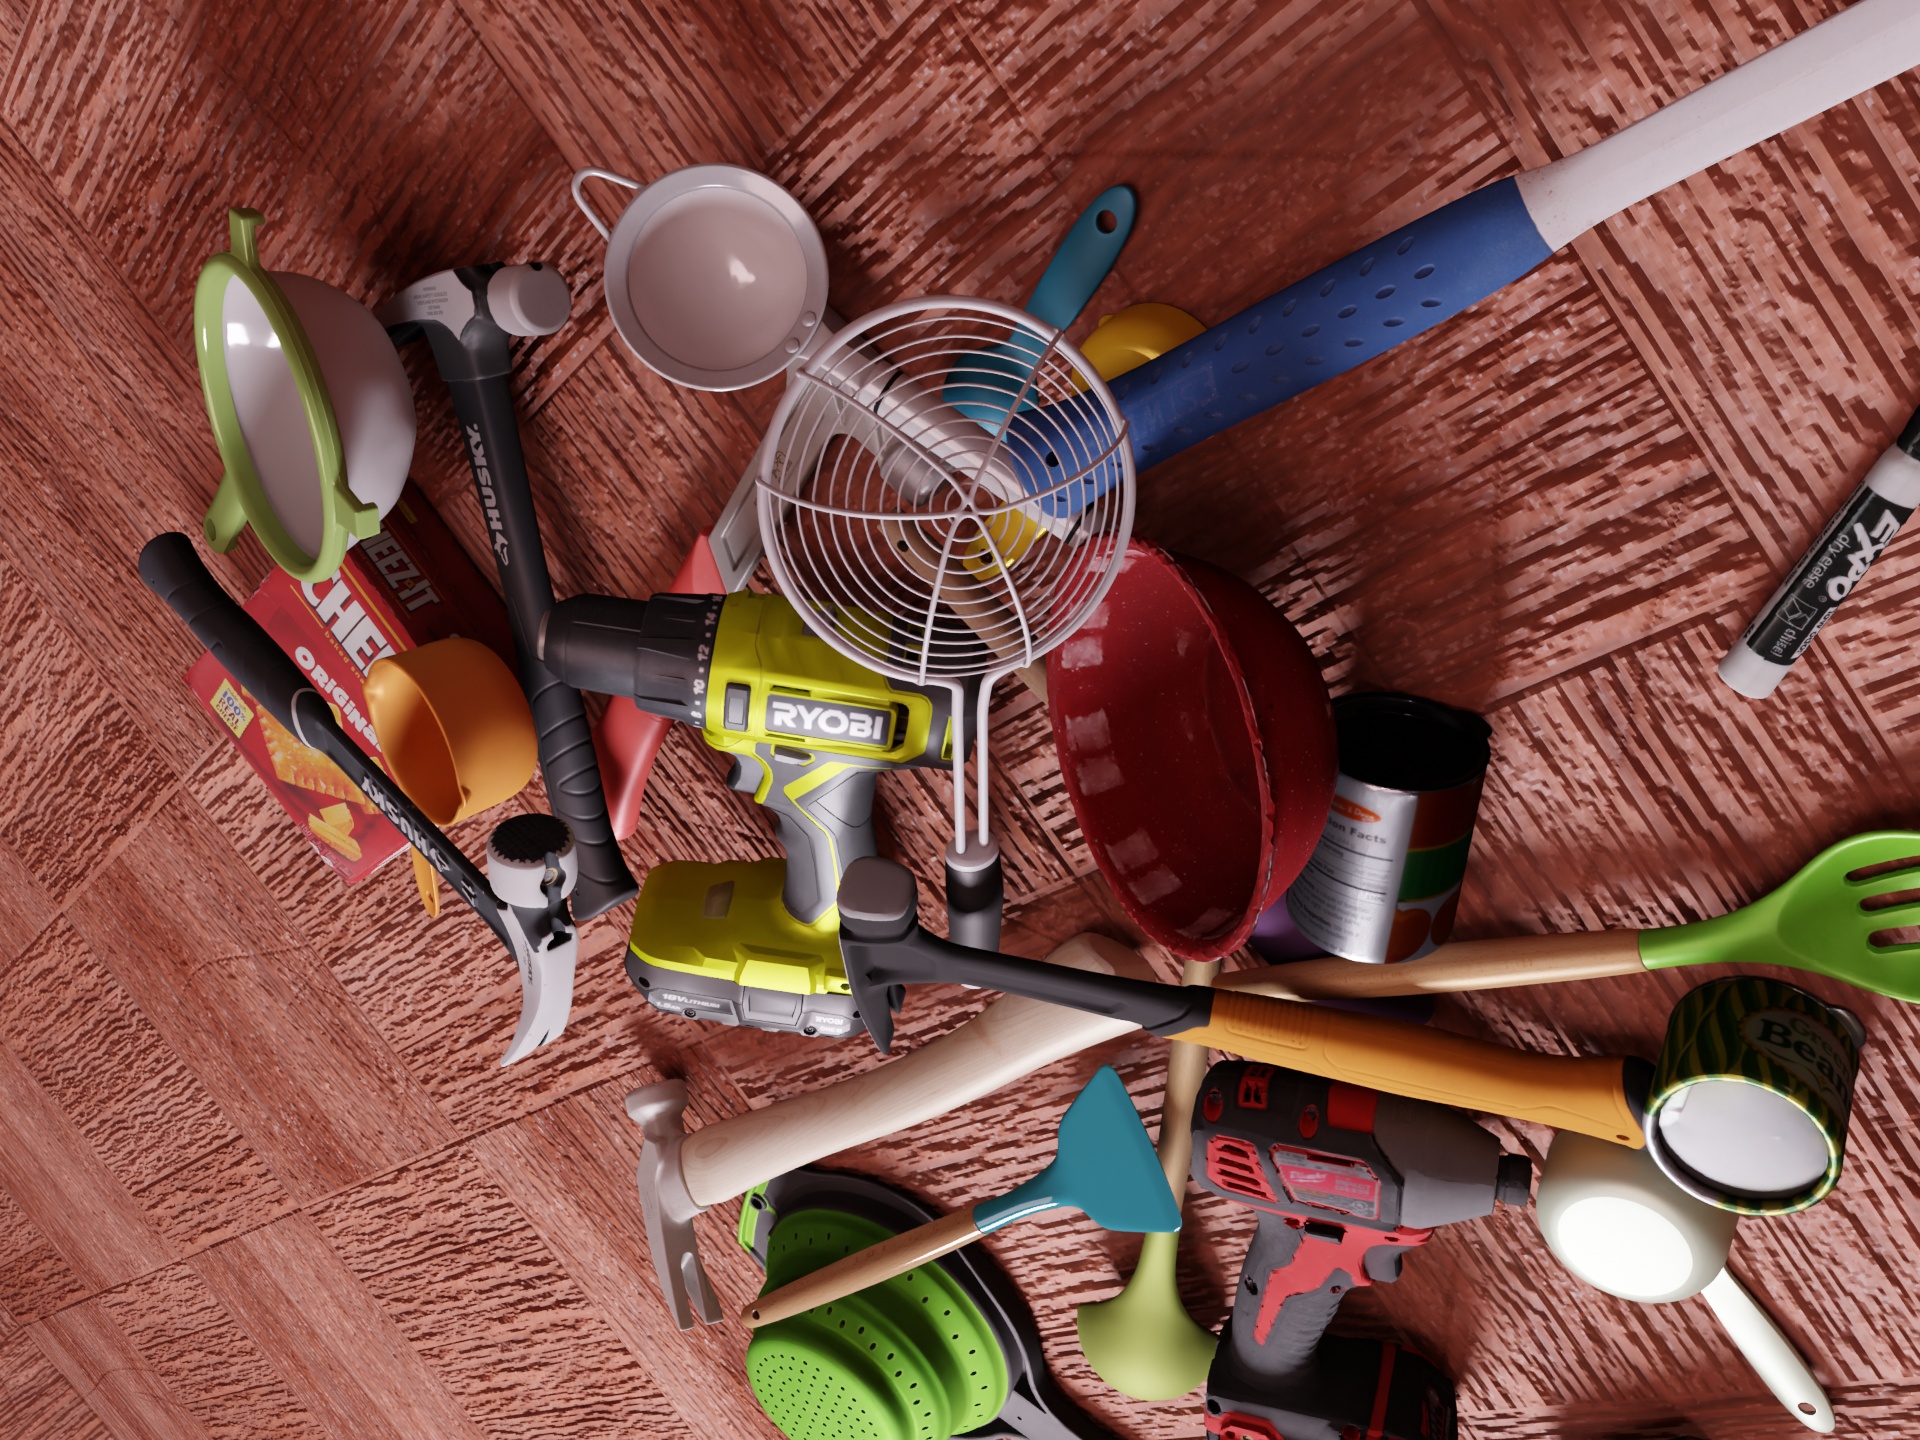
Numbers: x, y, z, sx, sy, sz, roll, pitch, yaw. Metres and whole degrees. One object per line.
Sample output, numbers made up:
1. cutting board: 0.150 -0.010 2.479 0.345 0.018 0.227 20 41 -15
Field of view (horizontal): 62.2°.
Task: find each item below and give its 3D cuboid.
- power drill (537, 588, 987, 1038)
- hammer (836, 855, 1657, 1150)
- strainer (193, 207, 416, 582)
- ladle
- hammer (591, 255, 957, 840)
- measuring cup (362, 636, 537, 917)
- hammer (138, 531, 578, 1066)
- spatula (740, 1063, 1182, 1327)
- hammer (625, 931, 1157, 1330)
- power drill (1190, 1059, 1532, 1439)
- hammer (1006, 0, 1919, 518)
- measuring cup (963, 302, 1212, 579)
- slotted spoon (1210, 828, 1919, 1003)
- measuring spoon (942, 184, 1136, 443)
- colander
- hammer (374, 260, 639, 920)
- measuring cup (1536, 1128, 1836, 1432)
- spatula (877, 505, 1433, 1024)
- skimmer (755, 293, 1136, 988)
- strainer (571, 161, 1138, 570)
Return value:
1. power drill: -0.098 0.039 0.741 0.190 0.080 0.228 8 129 -3
2. hammer: 0.115 0.130 0.665 0.337 0.034 0.127 10 144 11
3. strainer: -0.322 -0.133 0.784 0.256 0.069 0.151 -21 91 55
4. ladle: 0.105 0.213 0.780 0.078 0.062 0.320 9 117 12
5. hammer: -0.136 -0.056 0.773 0.149 0.037 0.359 43 133 4
6. measuring cup: -0.255 0.033 0.812 0.095 0.052 0.173 40 139 27
7. hammer: -0.312 0.013 0.796 0.409 0.036 0.149 36 135 32
8. spatula: -0.014 0.271 0.836 0.317 0.044 0.082 -33 72 30
9. hammer: -0.050 0.217 0.853 0.410 0.038 0.146 -32 65 39
10. power drill: 0.179 0.259 0.725 0.143 0.078 0.219 5 117 20
11. hammer: 0.183 -0.150 0.472 0.405 0.035 0.144 -22 104 36
12. measuring cup: 0.041 -0.099 0.626 0.062 0.029 0.156 47 131 1
13. slotted spoon: 0.233 0.088 0.606 0.314 0.031 0.070 -14 108 37
14. measuring spoon: 0.028 -0.151 0.608 0.042 0.021 0.128 42 134 4
15. colander: 0.007 0.421 0.935 0.397 0.094 0.204 31 131 15
16. hammer: -0.216 -0.053 0.791 0.146 0.035 0.334 9 116 41
17. measuring cup: 0.303 0.238 0.653 0.167 0.038 0.083 52 133 -1
18. spatula: 0.083 0.025 0.669 0.316 0.018 0.059 44 129 -6
19. skimmer: -0.001 -0.002 0.635 0.127 0.090 0.363 -11 148 -6
20. strainer: -0.038 -0.133 0.618 0.258 0.050 0.087 35 92 2
